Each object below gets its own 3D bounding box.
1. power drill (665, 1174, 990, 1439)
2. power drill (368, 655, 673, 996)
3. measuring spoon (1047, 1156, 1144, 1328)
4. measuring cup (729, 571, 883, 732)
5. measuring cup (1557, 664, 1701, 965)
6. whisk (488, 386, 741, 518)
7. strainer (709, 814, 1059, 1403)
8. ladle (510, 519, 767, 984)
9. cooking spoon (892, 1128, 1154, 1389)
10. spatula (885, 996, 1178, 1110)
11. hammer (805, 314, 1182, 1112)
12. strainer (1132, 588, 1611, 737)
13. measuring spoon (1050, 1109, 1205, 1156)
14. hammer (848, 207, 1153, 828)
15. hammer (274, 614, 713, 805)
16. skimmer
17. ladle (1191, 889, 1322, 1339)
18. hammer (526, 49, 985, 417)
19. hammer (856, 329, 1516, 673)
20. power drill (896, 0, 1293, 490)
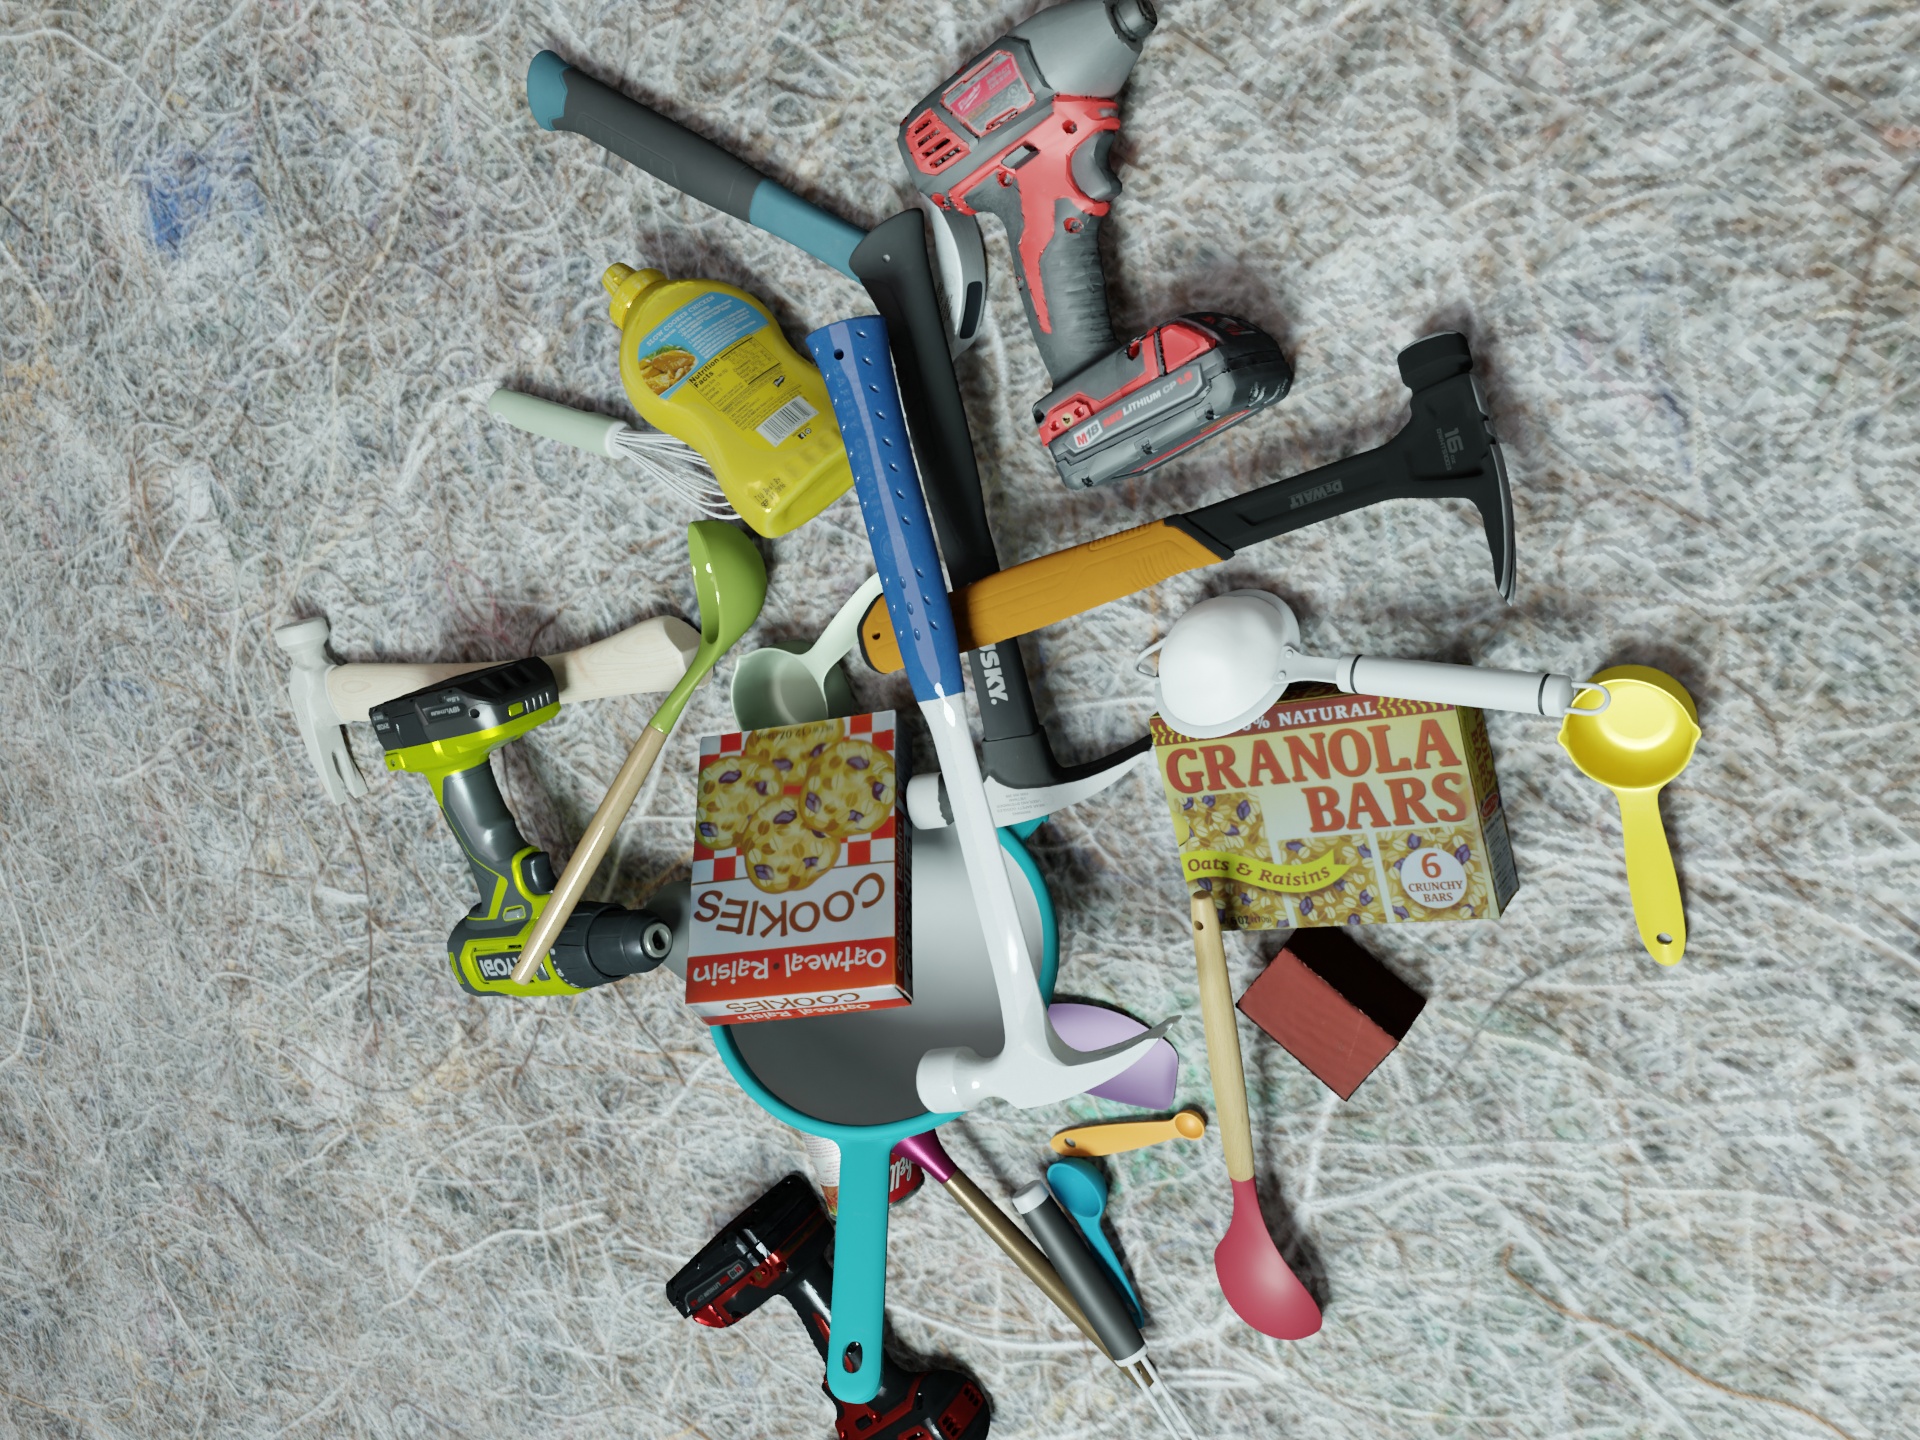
[{"bbox_3d":[-0.104,0.458,1.132,0.227,0.080,0.188,49,125,6],"label":"power drill"},{"bbox_3d":[-0.294,0.079,1.074,0.190,0.080,0.228,-10,103,36],"label":"power drill"},{"bbox_3d":[0.093,0.325,0.998,0.042,0.021,0.128,-8,112,47],"label":"measuring spoon"},{"bbox_3d":[-0.076,-0.040,0.965,0.083,0.038,0.167,50,123,8],"label":"measuring cup"},{"bbox_3d":[0.325,0.045,0.752,0.062,0.029,0.156,-4,116,33],"label":"measuring cup"},{"bbox_3d":[-0.209,-0.176,1.002,0.246,0.057,0.059,20,82,29],"label":"whisk"},{"bbox_3d":[-0.040,0.209,0.914,0.211,0.095,0.341,-5,64,13],"label":"strainer"},{"bbox_3d":[-0.211,0.023,0.987,0.320,0.062,0.078,-60,27,6],"label":"ladle"},{"bbox_3d":[0.011,0.306,1.007,0.069,0.017,0.319,-44,92,1],"label":"cooking spoon"},{"bbox_3d":[-0.018,0.182,0.995,0.316,0.018,0.059,10,109,20],"label":"spatula"},{"bbox_3d":[-0.001,-0.003,0.801,0.144,0.035,0.405,-13,93,29],"label":"hammer"},{"bbox_3d":[0.182,-0.026,0.769,0.258,0.050,0.087,9,70,39],"label":"strainer"},{"bbox_3d":[0.101,0.251,0.970,0.117,0.011,0.021,-22,103,39],"label":"measuring spoon"},{"bbox_3d":[0.007,-0.104,0.859,0.146,0.035,0.334,-9,105,19],"label":"hammer"},{"bbox_3d":[-0.339,-0.016,1.140,0.411,0.038,0.146,-3,106,33],"label":"hammer"},{"bbox_3d":[0.134,0.447,0.957,0.127,0.090,0.363,-33,89,14],"label":"skimmer"},{"bbox_3d":[0.154,0.229,0.876,0.069,0.031,0.315,11,123,41],"label":"ladle"},{"bbox_3d":[-0.124,-0.300,0.908,0.331,0.033,0.128,33,122,19],"label":"hammer"},{"bbox_3d":[0.097,-0.075,0.786,0.337,0.034,0.127,-16,76,25],"label":"hammer"},{"bbox_3d":[0.069,-0.238,0.784,0.143,0.078,0.219,-25,89,35],"label":"power drill"}]
